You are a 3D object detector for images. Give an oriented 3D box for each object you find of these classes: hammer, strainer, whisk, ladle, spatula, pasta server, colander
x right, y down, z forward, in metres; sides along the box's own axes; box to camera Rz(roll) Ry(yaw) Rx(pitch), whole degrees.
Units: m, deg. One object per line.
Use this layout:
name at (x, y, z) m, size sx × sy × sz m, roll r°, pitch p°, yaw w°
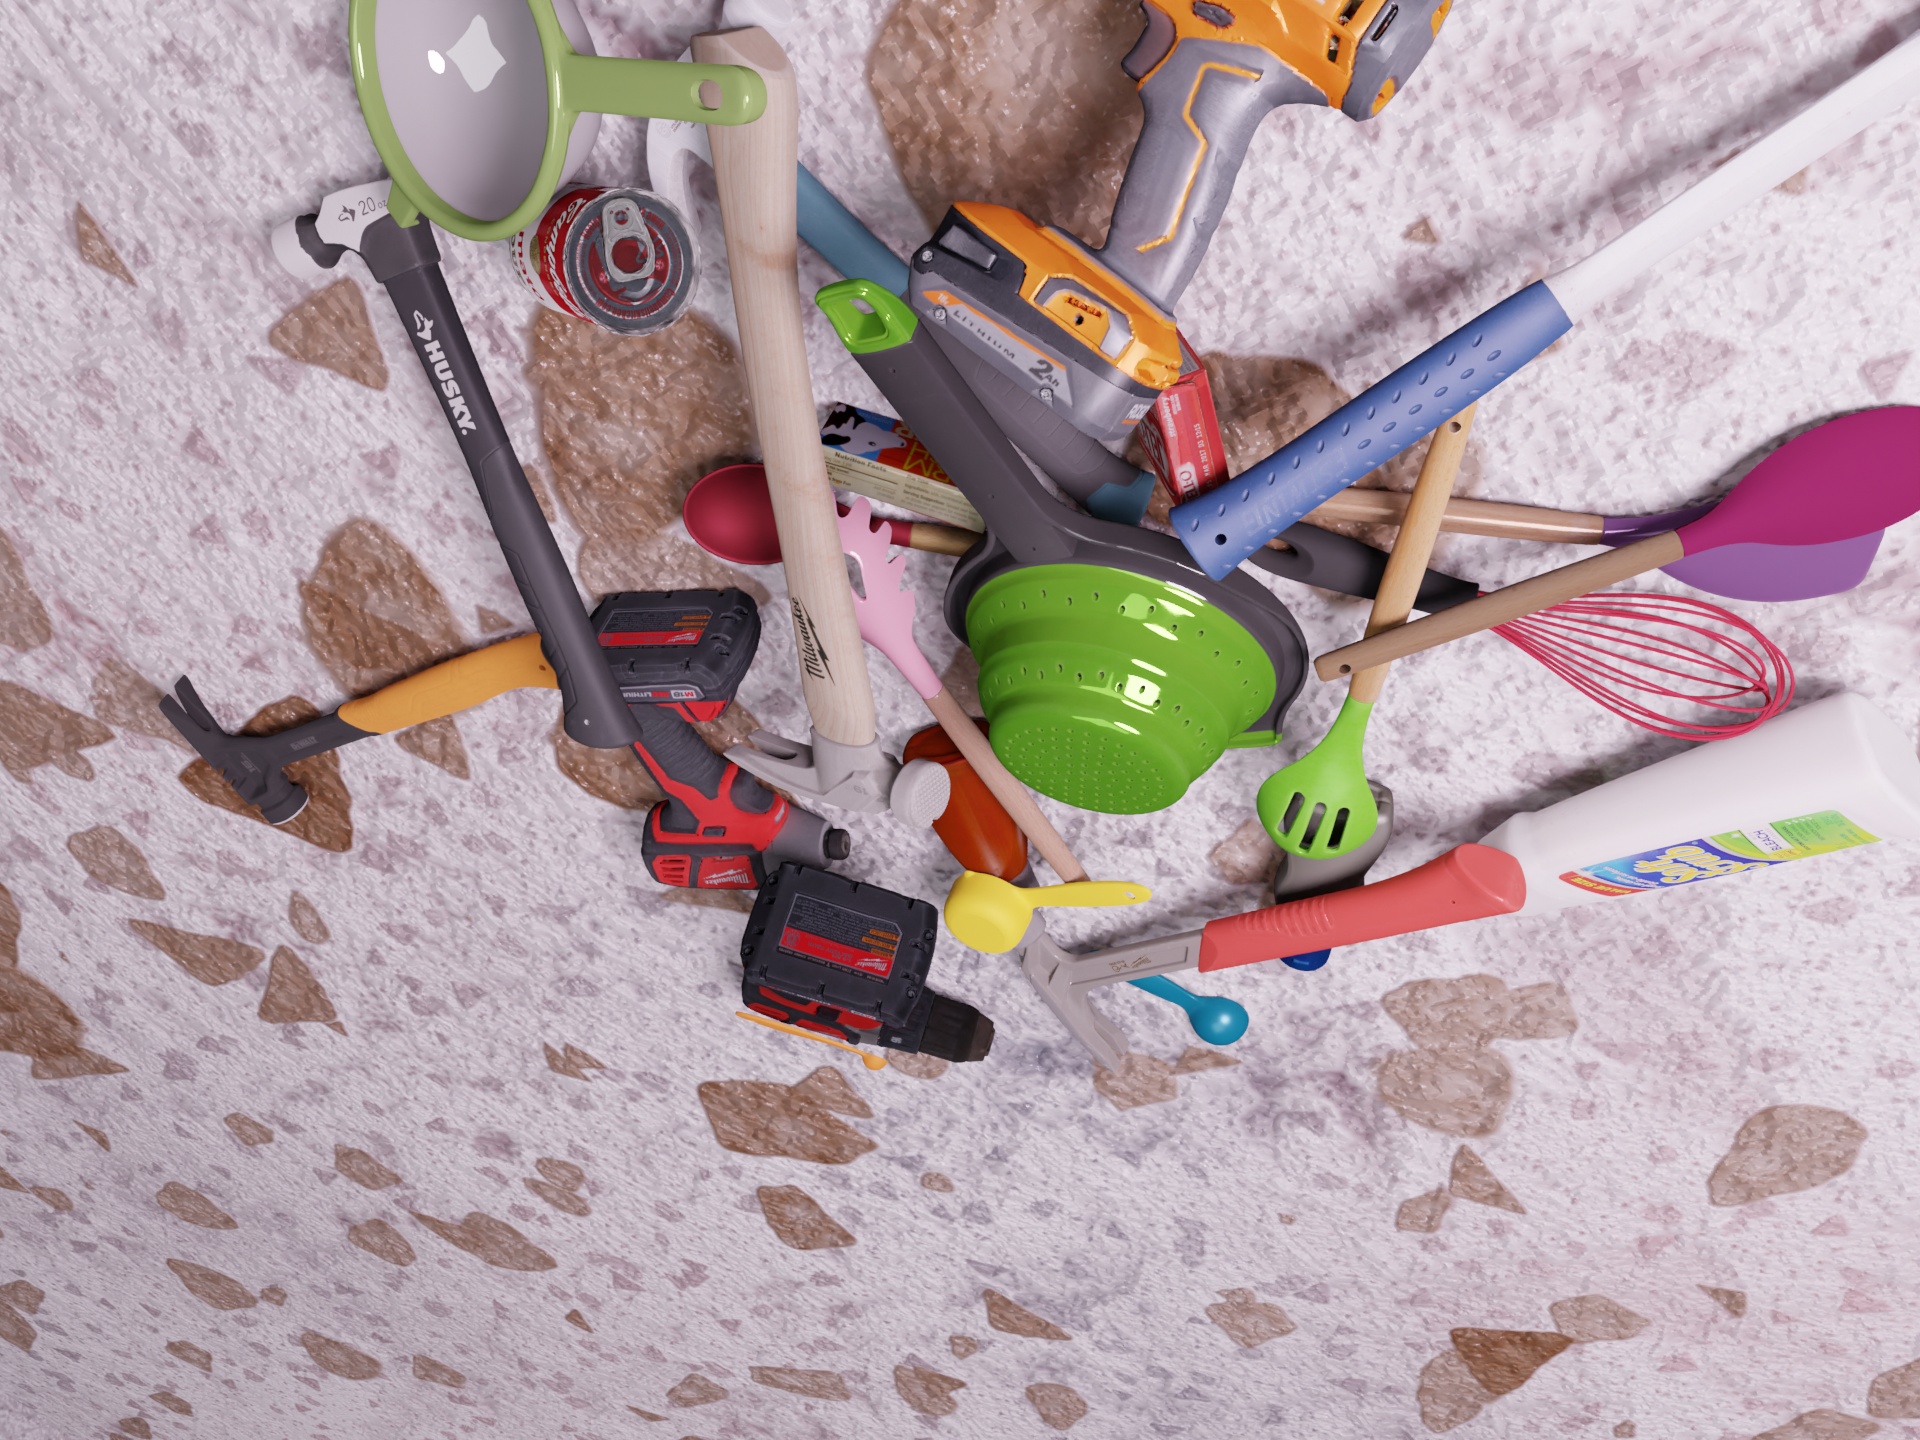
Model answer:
hammer at (-0.021, -0.210, 0.816) m, size 0.330 × 0.033 × 0.128 m, roll 40°, pitch 128°, yaw -18°
hammer at (-0.253, -0.137, 0.888) m, size 0.146 × 0.035 × 0.334 m, roll -12°, pitch 108°, yaw 24°
hammer at (0.189, 0.144, 1.007) m, size 0.359 × 0.037 × 0.149 m, roll -21°, pitch 115°, yaw 42°
strainer at (-0.175, -0.296, 0.731) m, size 0.256 × 0.069 × 0.151 m, roll 17°, pitch 121°, yaw 30°
hammer at (-0.093, -0.135, 0.821) m, size 0.146 × 0.038 × 0.410 m, roll 15°, pitch 126°, yaw 34°
whisk at (0.290, -0.055, 0.845) m, size 0.296 × 0.073 × 0.073 m, roll 19°, pitch 132°, yaw 9°
ladle at (-0.002, -0.103, 0.908) m, size 0.315 × 0.031 × 0.069 m, roll 9°, pitch 131°, yaw 6°
hammer at (-0.401, -0.013, 1.096) m, size 0.337 × 0.034 × 0.127 m, roll -15°, pitch 125°, yaw 27°
hammer at (0.273, -0.184, 0.693) m, size 0.405 × 0.035 × 0.144 m, roll -34°, pitch 116°, yaw 21°
spatula at (0.305, -0.099, 0.825) m, size 0.316 × 0.018 × 0.059 m, roll 8°, pitch 132°, yaw 9°
pasta server at (-0.002, -0.003, 0.947) m, size 0.060 × 0.040 × 0.316 m, roll -26°, pitch 121°, yaw 20°
colander at (0.038, -0.055, 0.810) m, size 0.204 × 0.095 × 0.396 m, roll -2°, pitch 147°, yaw 36°

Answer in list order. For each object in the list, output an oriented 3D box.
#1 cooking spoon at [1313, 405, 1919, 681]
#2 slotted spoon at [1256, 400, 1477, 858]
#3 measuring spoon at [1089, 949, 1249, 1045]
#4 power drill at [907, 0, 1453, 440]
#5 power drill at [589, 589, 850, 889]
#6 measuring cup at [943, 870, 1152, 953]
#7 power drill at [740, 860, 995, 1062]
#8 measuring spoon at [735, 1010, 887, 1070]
cooking spoon at (0.331, -0.078, 0.791) m, size 0.319 × 0.017 × 0.068 m, roll -20°, pitch 121°, yaw 13°
slotted spoon at (0.219, -0.034, 0.849) m, size 0.070 × 0.031 × 0.313 m, roll 17°, pitch 130°, yaw 10°
measuring spoon at (0.145, 0.198, 1.121) m, size 0.128 × 0.021 × 0.042 m, roll 28°, pitch 131°, yaw -9°
power drill at (0.075, -0.254, 0.681) m, size 0.164 × 0.084 × 0.226 m, roll 39°, pitch 109°, yaw 8°
power drill at (-0.159, 0.025, 1.032) m, size 0.143 × 0.079 × 0.219 m, roll 0°, pitch 132°, yaw 17°
measuring cup at (0.053, 0.122, 1.008) m, size 0.156 × 0.029 × 0.062 m, roll -10°, pitch 128°, yaw 41°
power drill at (-0.061, 0.181, 1.091) m, size 0.188 × 0.080 × 0.226 m, roll 17°, pitch 159°, yaw 2°
measuring spoon at (-0.109, 0.233, 1.153) m, size 0.117 × 0.011 × 0.021 m, roll 20°, pitch 162°, yaw -6°
